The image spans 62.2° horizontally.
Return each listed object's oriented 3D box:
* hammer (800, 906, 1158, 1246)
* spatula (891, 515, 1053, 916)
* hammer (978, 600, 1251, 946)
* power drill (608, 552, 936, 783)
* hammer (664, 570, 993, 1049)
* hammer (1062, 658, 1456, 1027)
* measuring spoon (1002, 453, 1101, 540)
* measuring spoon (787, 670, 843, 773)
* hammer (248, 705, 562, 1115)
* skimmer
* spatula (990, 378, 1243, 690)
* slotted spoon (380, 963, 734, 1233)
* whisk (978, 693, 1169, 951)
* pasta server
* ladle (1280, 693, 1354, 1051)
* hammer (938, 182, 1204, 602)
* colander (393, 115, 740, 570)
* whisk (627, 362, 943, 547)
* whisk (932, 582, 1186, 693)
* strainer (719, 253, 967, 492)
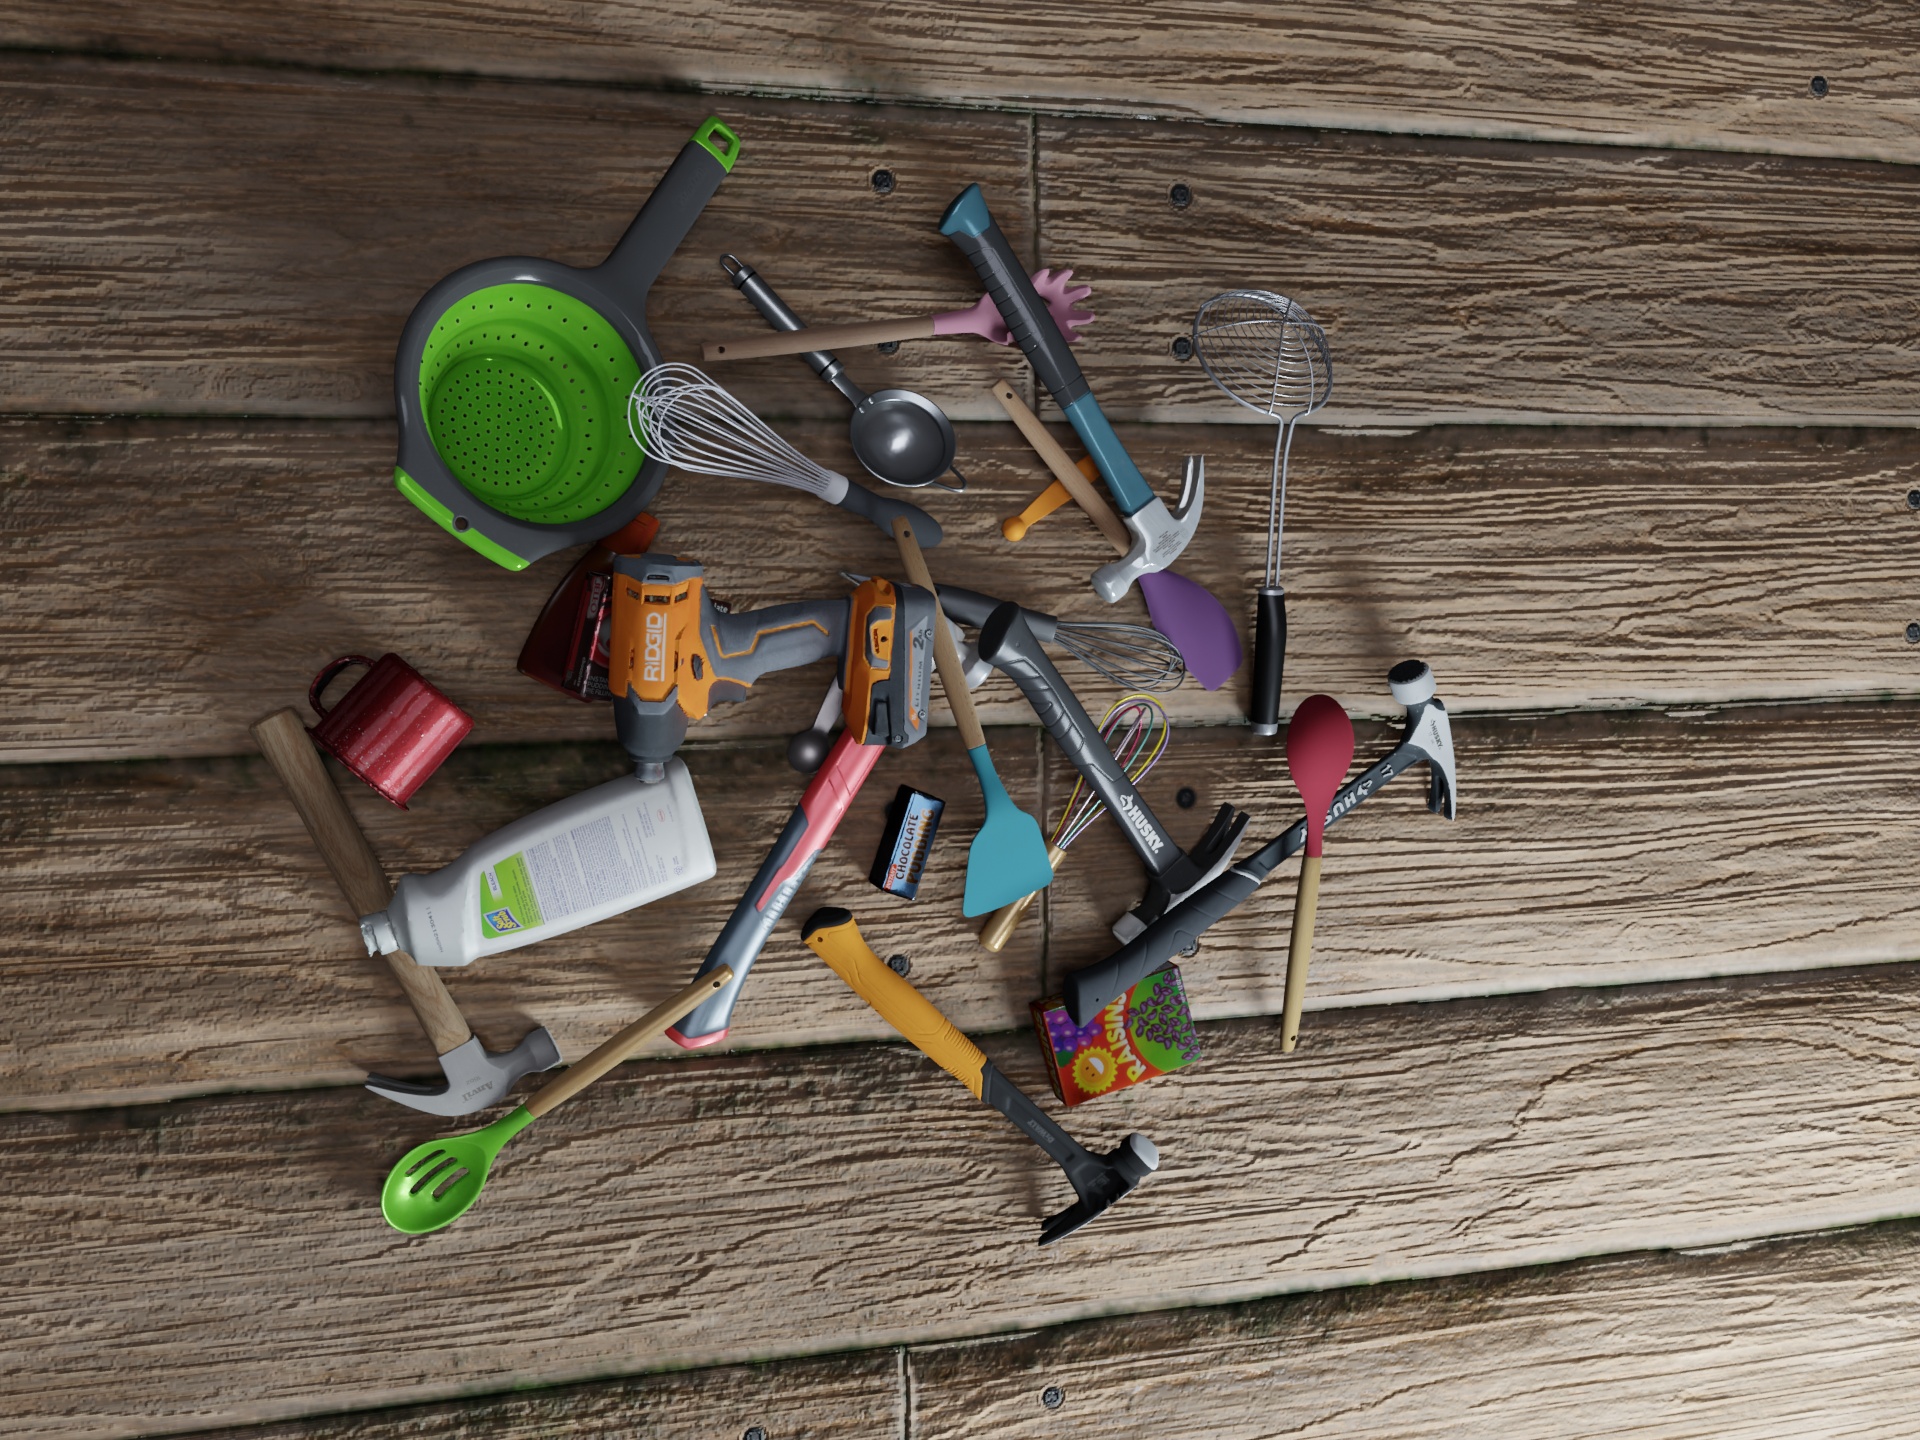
[{"bbox_3d":[-0.002,0.277,1.272,0.337,0.034,0.127,44,111,-6],"label":"hammer"},{"bbox_3d":[-0.002,-0.004,1.228,0.082,0.044,0.317,-21,97,-19],"label":"spatula"},{"bbox_3d":[0.113,0.033,1.239,0.146,0.035,0.334,-43,124,-10],"label":"hammer"},{"bbox_3d":[-0.139,-0.032,1.149,0.226,0.084,0.164,3,99,-13],"label":"power drill"},{"bbox_3d":[-0.128,0.074,1.227,0.143,0.038,0.386,33,86,-24],"label":"hammer"},{"bbox_3d":[0.250,0.119,1.307,0.409,0.036,0.149,-35,119,-13],"label":"hammer"},{"bbox_3d":[0.081,-0.186,1.294,0.117,0.011,0.021,-39,101,-9],"label":"measuring spoon"},{"bbox_3d":[-0.098,-0.014,1.255,0.034,0.018,0.124,28,89,-13],"label":"measuring spoon"},{"bbox_3d":[-0.432,0.144,1.177,0.130,0.031,0.331,-28,98,-11],"label":"hammer"},{"bbox_3d":[0.247,-0.173,1.327,0.127,0.090,0.363,-5,104,-24],"label":"skimmer"},{"bbox_3d":[0.129,-0.154,1.299,0.060,0.018,0.315,-45,106,-11],"label":"spatula"},{"bbox_3d":[-0.300,0.278,1.193,0.314,0.031,0.070,-36,118,0],"label":"slotted spoon"},{"bbox_3d":[0.087,0.081,1.295,0.047,0.051,0.245,35,90,-42],"label":"whisk"},{"bbox_3d":[-0.045,-0.302,1.224,0.316,0.040,0.060,-12,100,-22],"label":"pasta server"},{"bbox_3d":[0.282,0.132,1.293,0.069,0.031,0.315,-10,113,-28],"label":"ladle"},{"bbox_3d":[0.082,-0.262,1.243,0.128,0.033,0.330,-37,106,-12],"label":"hammer"},{"bbox_3d":[-0.281,-0.287,1.170,0.204,0.094,0.397,39,65,-28],"label":"colander"},{"bbox_3d":[-0.121,-0.187,1.186,0.284,0.070,0.070,21,88,-37],"label":"whisk"},{"bbox_3d":[0.072,-0.070,1.283,0.239,0.055,0.055,15,89,-9],"label":"whisk"},{"bbox_3d":[-0.094,-0.265,1.235,0.258,0.050,0.087,46,62,-5],"label":"strainer"}]
